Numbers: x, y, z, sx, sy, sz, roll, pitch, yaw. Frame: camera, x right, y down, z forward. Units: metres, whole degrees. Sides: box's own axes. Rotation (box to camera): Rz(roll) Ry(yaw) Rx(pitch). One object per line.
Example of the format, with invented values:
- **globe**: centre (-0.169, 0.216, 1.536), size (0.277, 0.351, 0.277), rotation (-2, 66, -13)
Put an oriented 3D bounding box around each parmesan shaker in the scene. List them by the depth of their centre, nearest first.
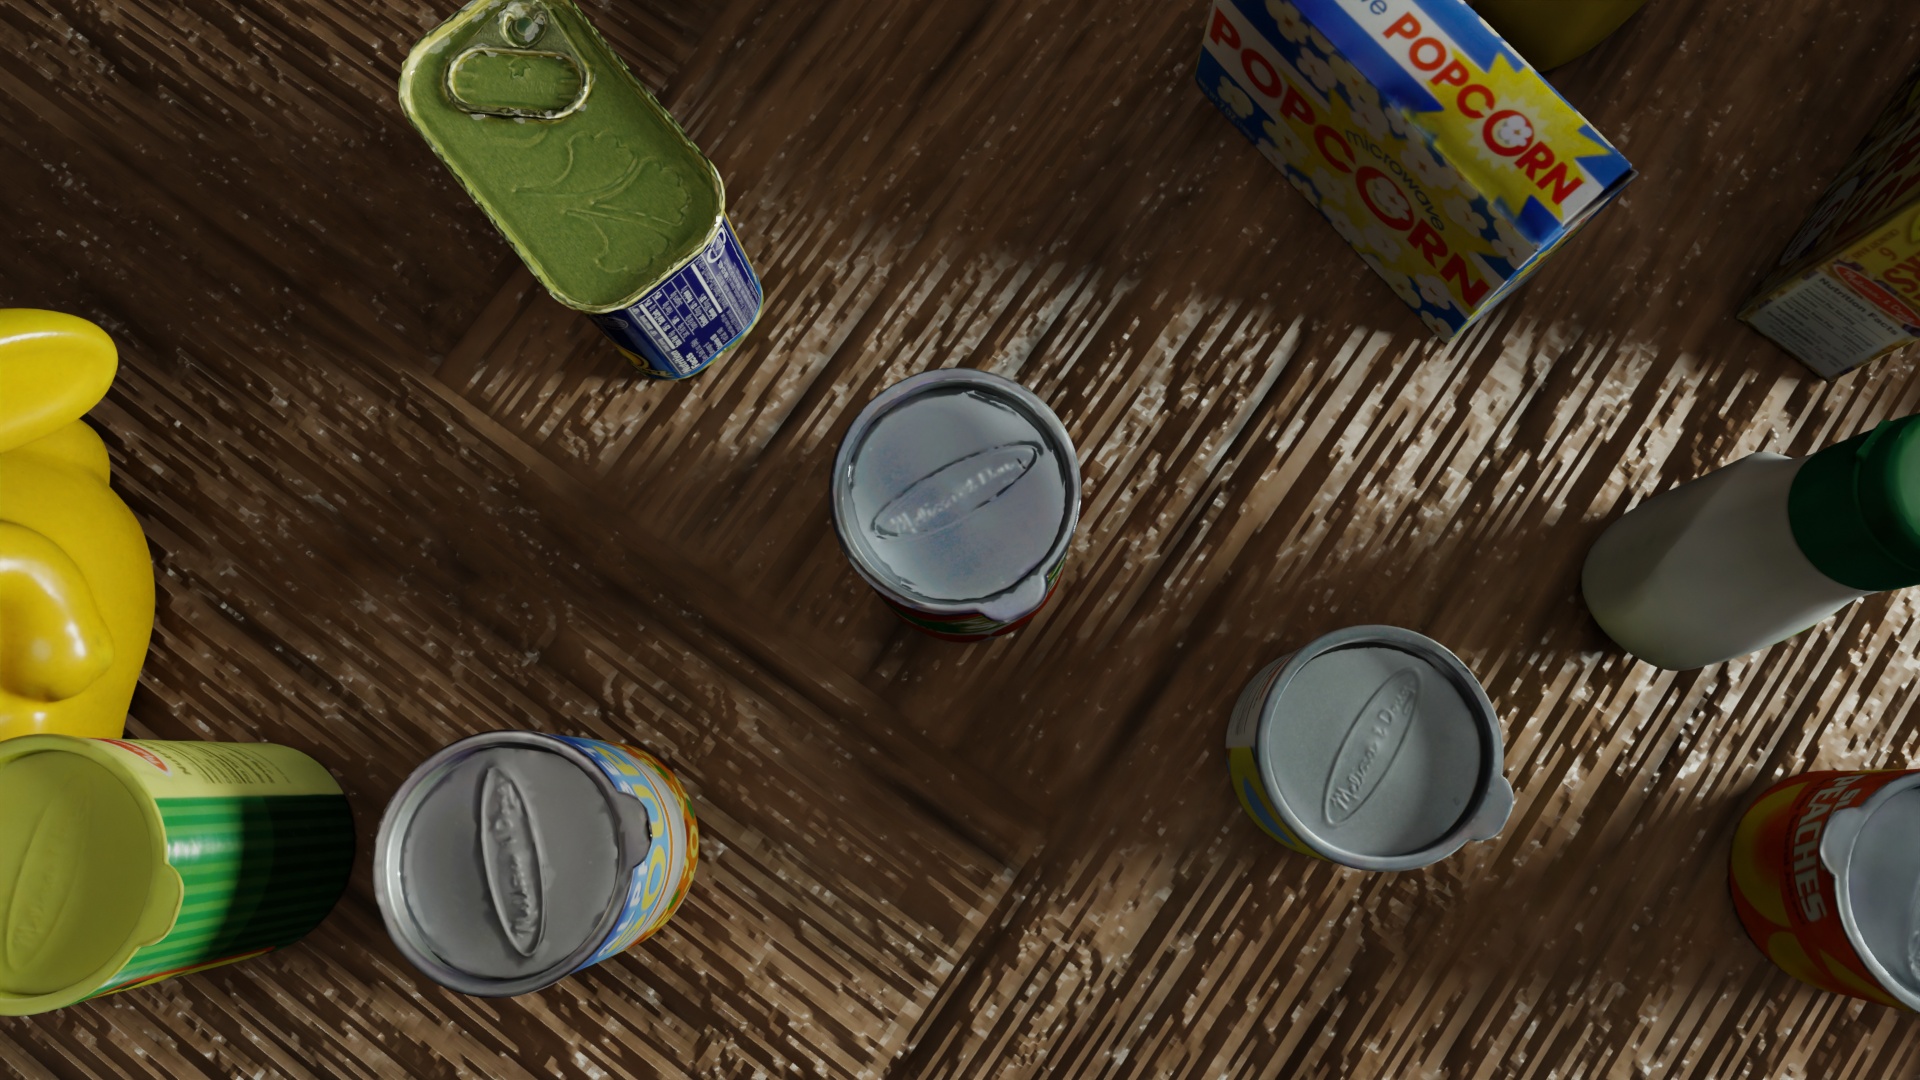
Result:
- **parmesan shaker**: centre (-0.219, 0.089, 0.383), size (0.071, 0.103, 0.071), rotation (0, 80, 2)

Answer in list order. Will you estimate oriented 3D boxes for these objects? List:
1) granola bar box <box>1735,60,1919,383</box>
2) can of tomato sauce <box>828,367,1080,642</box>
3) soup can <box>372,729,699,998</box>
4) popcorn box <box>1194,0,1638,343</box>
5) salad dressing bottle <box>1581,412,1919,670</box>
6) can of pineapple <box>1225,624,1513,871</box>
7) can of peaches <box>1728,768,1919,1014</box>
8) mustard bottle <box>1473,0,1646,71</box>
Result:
- **granola bar box**: centre (0.310, -0.135, 0.395), size (0.039, 0.124, 0.166), rotation (38, 83, 8)
- **can of tomato sauce**: centre (0.001, -0.005, 0.403), size (0.071, 0.083, 0.071), rotation (0, 80, 2)
- **soup can**: centre (-0.111, 0.087, 0.390), size (0.071, 0.083, 0.071), rotation (0, 80, 2)
- **popcorn box**: centre (0.129, -0.128, 0.420), size (0.038, 0.085, 0.127), rotation (-40, 81, -5)
- **salad dressing bottle**: centre (0.214, 0.001, 0.362), size (0.044, 0.147, 0.064), rotation (41, 84, 8)
- **can of pineapple**: centre (0.114, 0.062, 0.400), size (0.071, 0.058, 0.071), rotation (0, 80, 2)
- **can of peaches**: centre (0.259, 0.096, 0.388), size (0.071, 0.058, 0.071), rotation (0, 80, 2)
- **mustard bottle**: centre (0.197, -0.195, 0.392), size (0.065, 0.160, 0.049), rotation (-41, 81, -5)
